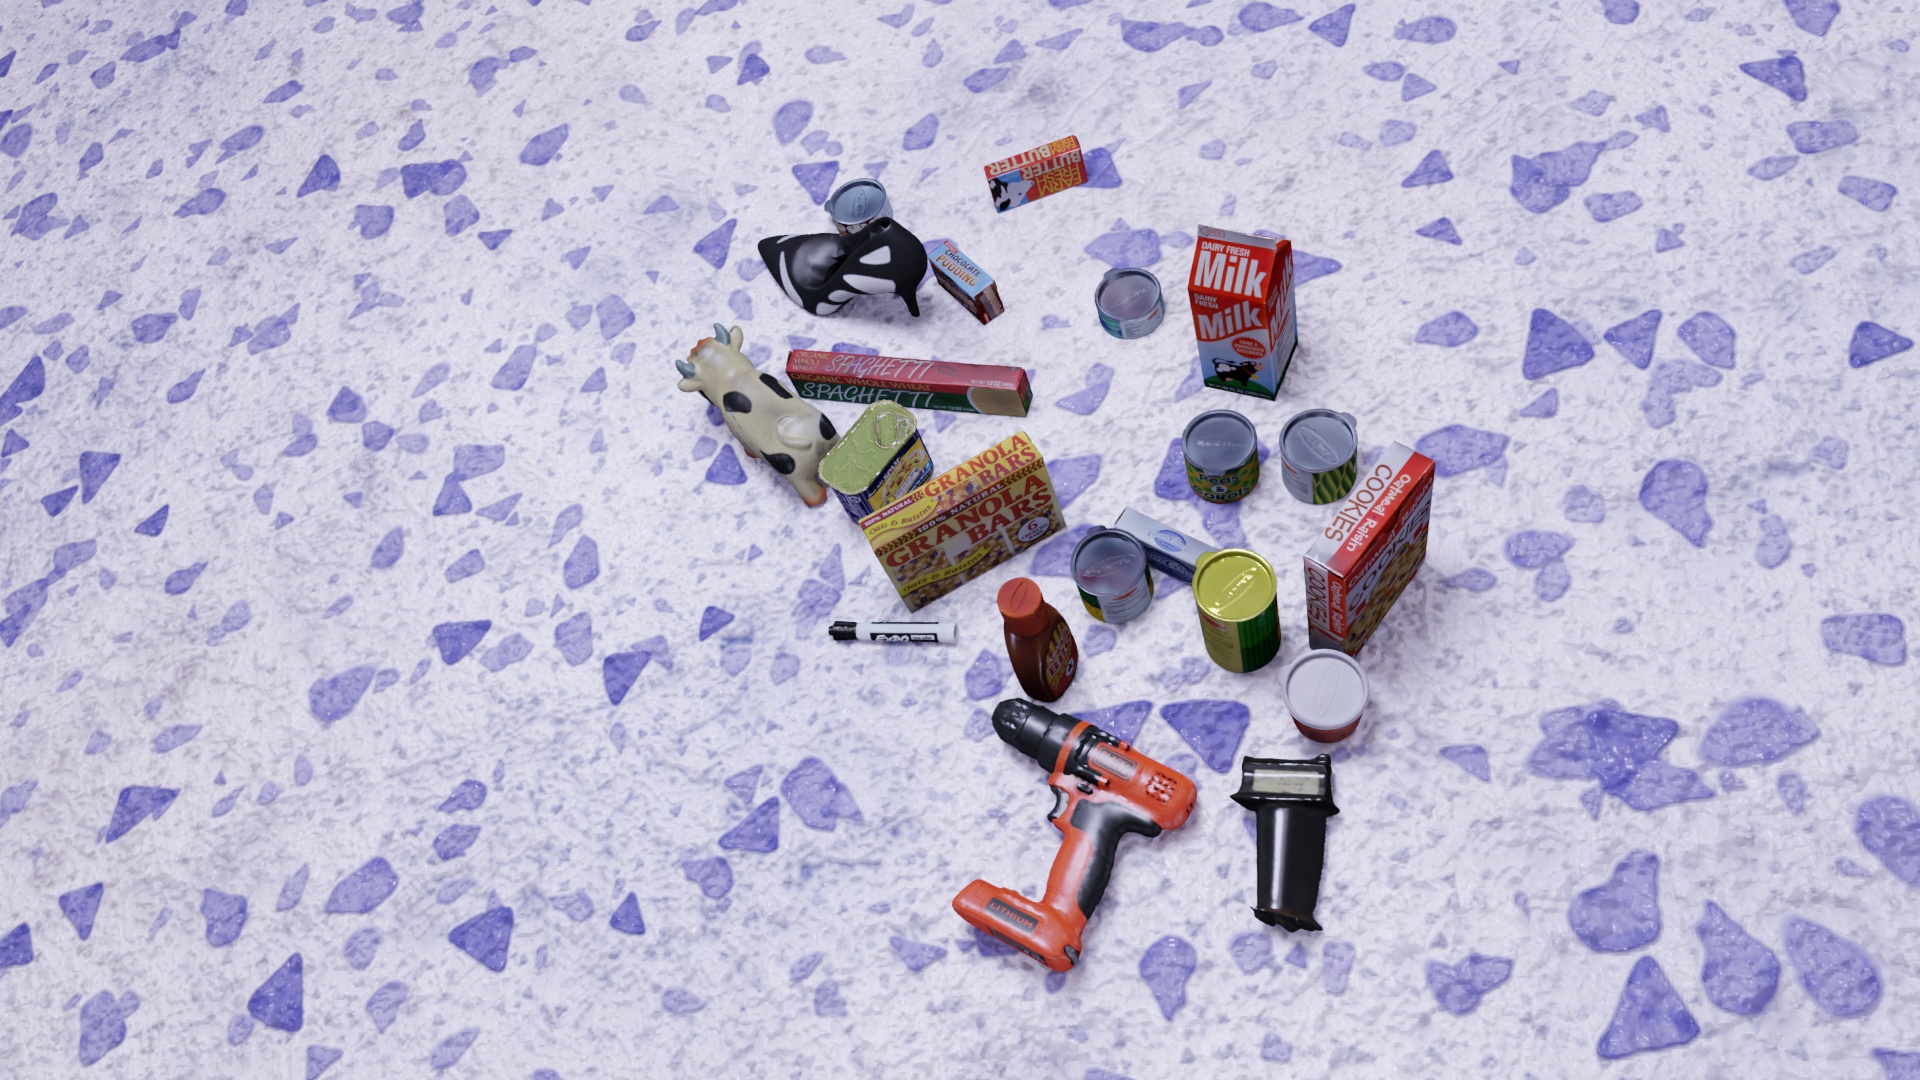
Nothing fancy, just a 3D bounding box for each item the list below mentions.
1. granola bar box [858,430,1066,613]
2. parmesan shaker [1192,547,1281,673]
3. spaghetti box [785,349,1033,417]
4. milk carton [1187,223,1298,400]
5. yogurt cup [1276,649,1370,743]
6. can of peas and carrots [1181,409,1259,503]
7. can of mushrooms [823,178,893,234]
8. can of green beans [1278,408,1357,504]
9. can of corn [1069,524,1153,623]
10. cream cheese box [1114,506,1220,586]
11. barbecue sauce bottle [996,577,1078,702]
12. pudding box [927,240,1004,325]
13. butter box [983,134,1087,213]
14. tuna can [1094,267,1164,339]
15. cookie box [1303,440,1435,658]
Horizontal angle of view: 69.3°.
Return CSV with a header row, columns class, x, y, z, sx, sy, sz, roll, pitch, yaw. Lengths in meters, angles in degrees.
class,x,y,z,sx,sy,sz,roll,pitch,yaw
granola bar box,0.004,-0.015,1.235,0.166,0.123,0.039,-29,58,-2
parmesan shaker,0.227,0.057,1.144,0.071,0.102,0.071,-7,60,12
spaghetti box,-0.054,-0.156,1.375,0.250,0.050,0.029,7,63,19
milk carton,0.253,-0.213,1.241,0.072,0.189,0.074,16,67,23
yogurt cup,0.293,0.128,1.115,0.072,0.053,0.073,-7,60,12
can of peas and carrots,0.233,-0.073,1.243,0.071,0.058,0.071,-7,60,12
can of mushrooms,-0.111,-0.360,1.518,0.071,0.033,0.071,-7,60,12
can of green beans,0.315,-0.073,1.222,0.071,0.057,0.071,-7,60,12
can of corn,0.132,0.030,1.213,0.071,0.058,0.071,-7,60,12
cream cheese box,0.186,0.011,1.211,0.104,0.053,0.024,27,71,27
barbecue sauce bottle,0.062,0.079,1.150,0.044,0.148,0.065,15,66,22
pudding box,0.006,-0.264,1.421,0.030,0.049,0.084,-39,59,-8
butter box,0.080,-0.388,1.470,0.103,0.053,0.024,-19,58,4
tuna can,0.166,-0.235,1.370,0.071,0.032,0.071,-7,60,12
cookie box,0.325,0.015,1.104,0.040,0.166,0.123,32,74,28
